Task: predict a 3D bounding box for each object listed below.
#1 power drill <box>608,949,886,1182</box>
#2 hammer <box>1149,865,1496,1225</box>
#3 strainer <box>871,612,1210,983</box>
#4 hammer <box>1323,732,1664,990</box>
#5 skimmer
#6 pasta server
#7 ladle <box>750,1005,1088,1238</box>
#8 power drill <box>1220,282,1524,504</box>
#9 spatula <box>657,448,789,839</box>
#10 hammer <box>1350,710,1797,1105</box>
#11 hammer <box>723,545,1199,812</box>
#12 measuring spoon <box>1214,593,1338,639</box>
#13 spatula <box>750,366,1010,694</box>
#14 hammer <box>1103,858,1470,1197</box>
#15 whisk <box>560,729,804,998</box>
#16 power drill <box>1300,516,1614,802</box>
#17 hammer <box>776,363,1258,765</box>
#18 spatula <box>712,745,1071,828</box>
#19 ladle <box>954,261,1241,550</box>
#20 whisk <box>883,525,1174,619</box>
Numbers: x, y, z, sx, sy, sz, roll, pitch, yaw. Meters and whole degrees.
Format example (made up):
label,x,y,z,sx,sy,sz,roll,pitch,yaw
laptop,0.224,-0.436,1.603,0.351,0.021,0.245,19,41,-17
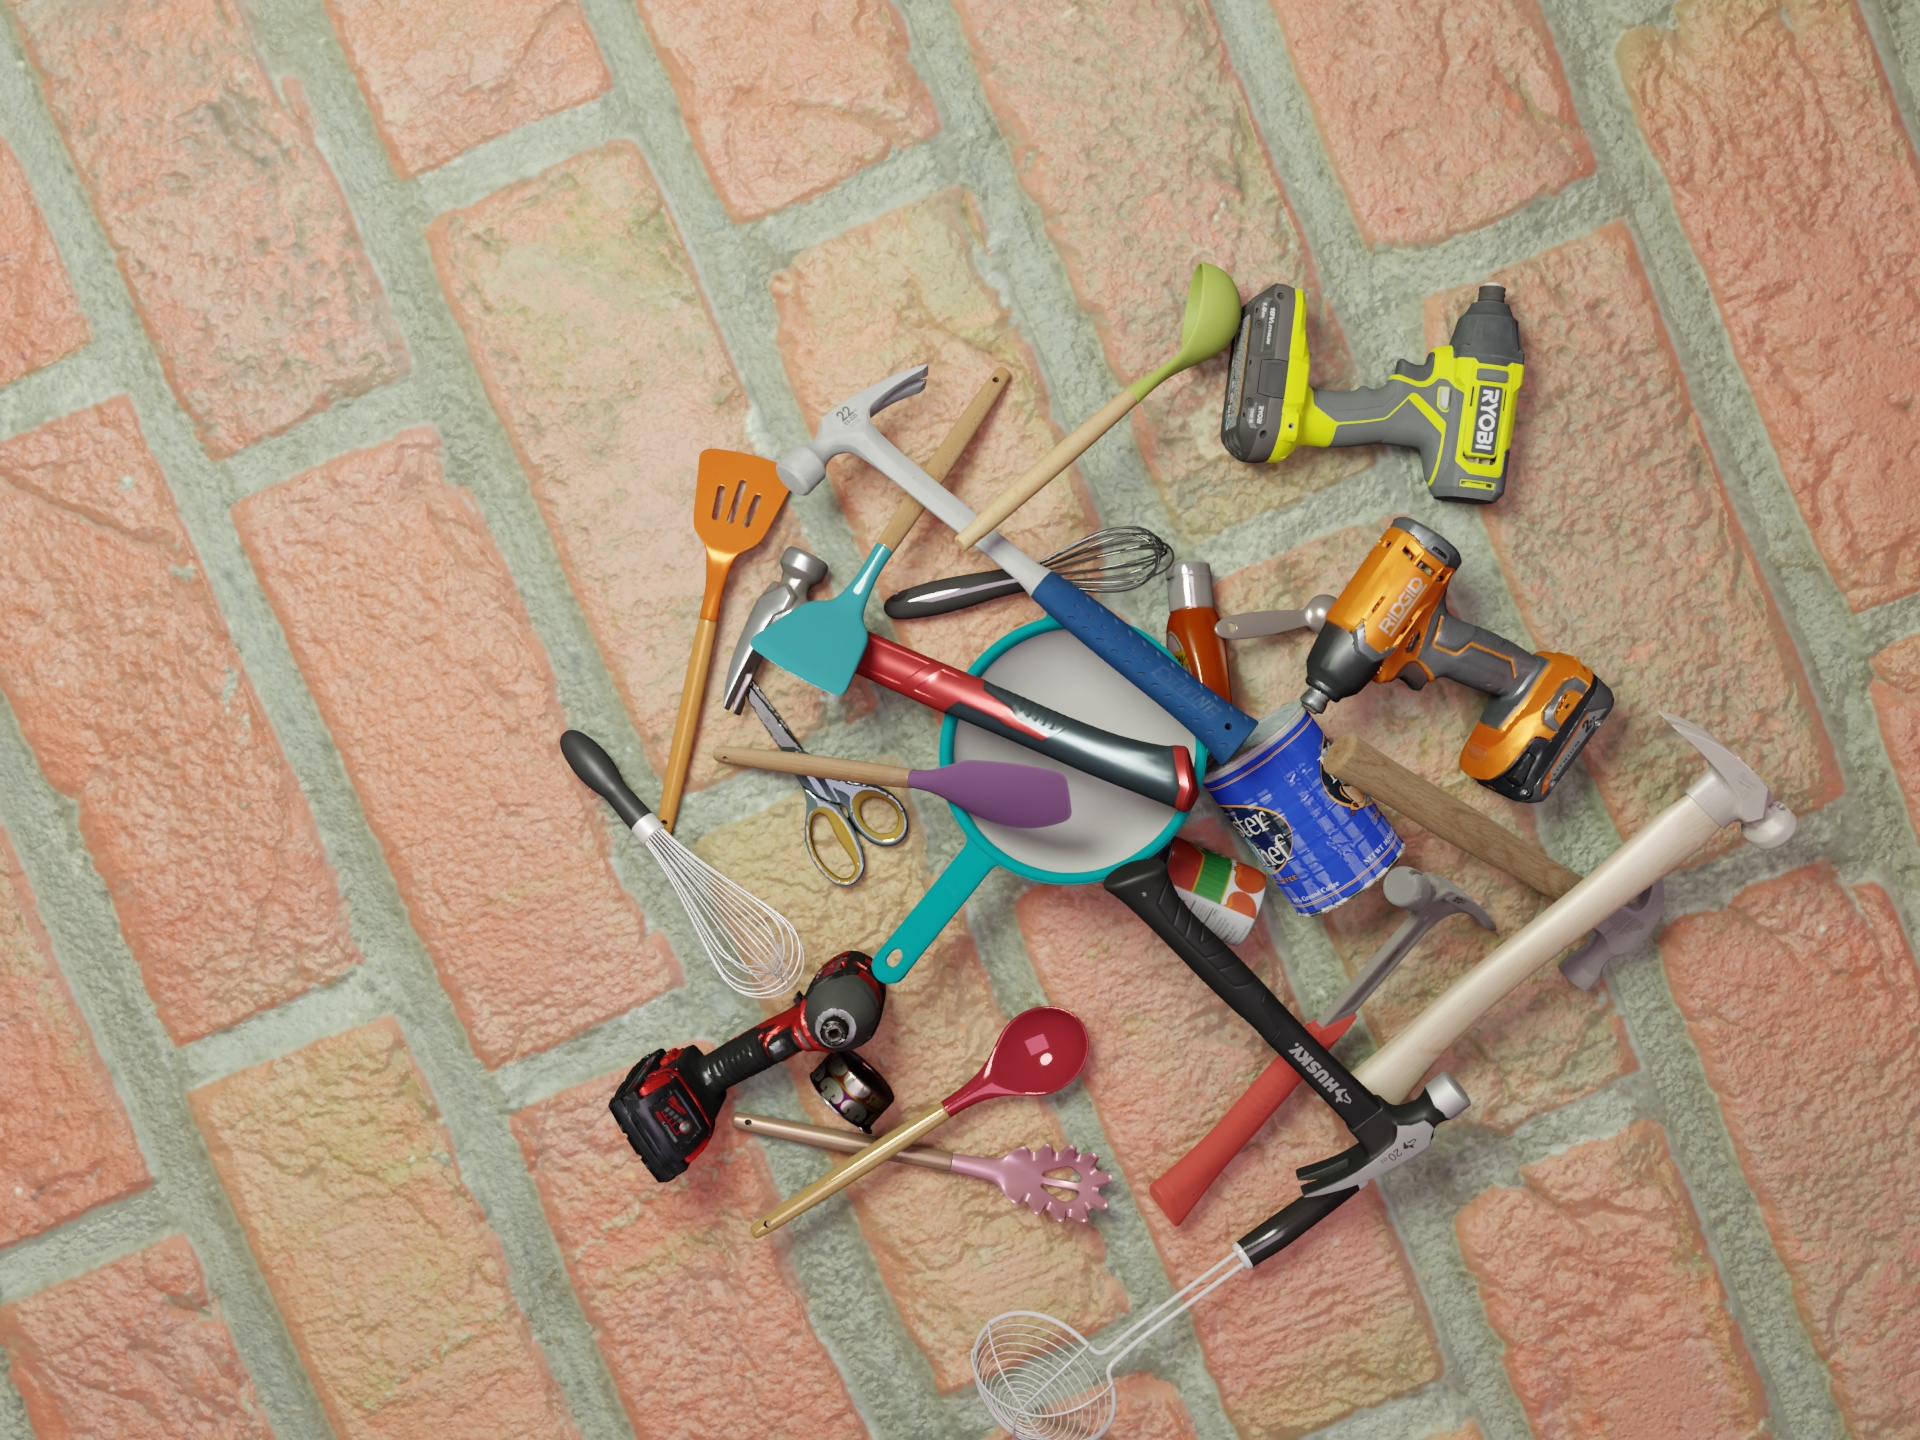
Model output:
label,x,y,z,sx,sy,sz,roll,pitch,yaw
power drill,-0.160,0.267,1.260,0.219,0.143,0.078,-32,95,5
hammer,0.282,0.270,1.287,0.359,0.149,0.037,-52,47,12
strainer,0.056,0.077,1.263,0.211,0.095,0.340,41,94,20
hammer,0.416,0.095,1.231,0.331,0.031,0.130,29,110,-20
skimmer,0.176,0.473,1.323,0.363,0.090,0.127,-33,90,-8
pasta server,-0.034,0.359,1.315,0.316,0.040,0.060,11,73,2
ladle,-0.034,0.333,1.298,0.315,0.031,0.069,-31,75,-6
power drill,0.329,-0.270,1.259,0.223,0.080,0.171,7,93,-3
spatula,-0.209,-0.060,1.303,0.081,0.041,0.322,13,97,0
hammer,0.441,0.170,1.236,0.146,0.038,0.410,38,108,-21
hammer,-0.002,-0.004,1.225,0.386,0.038,0.143,24,87,20
measuring spoon,0.259,-0.080,1.273,0.124,0.018,0.034,-9,87,-23
spatula,-0.045,-0.158,1.240,0.082,0.044,0.317,30,74,9
hammer,0.229,0.227,1.209,0.146,0.035,0.334,-42,104,13
whisk,-0.231,0.111,1.276,0.070,0.070,0.285,-45,77,3
power drill,0.379,-0.031,1.244,0.226,0.084,0.164,35,93,-16
hammer,0.057,-0.114,1.202,0.405,0.035,0.144,40,71,10
spatula,-0.060,0.045,1.243,0.316,0.018,0.059,7,124,26
ladle,0.103,-0.240,1.216,0.062,0.078,0.320,44,72,12
whisk,0.054,-0.113,1.285,0.239,0.055,0.055,-12,93,6
